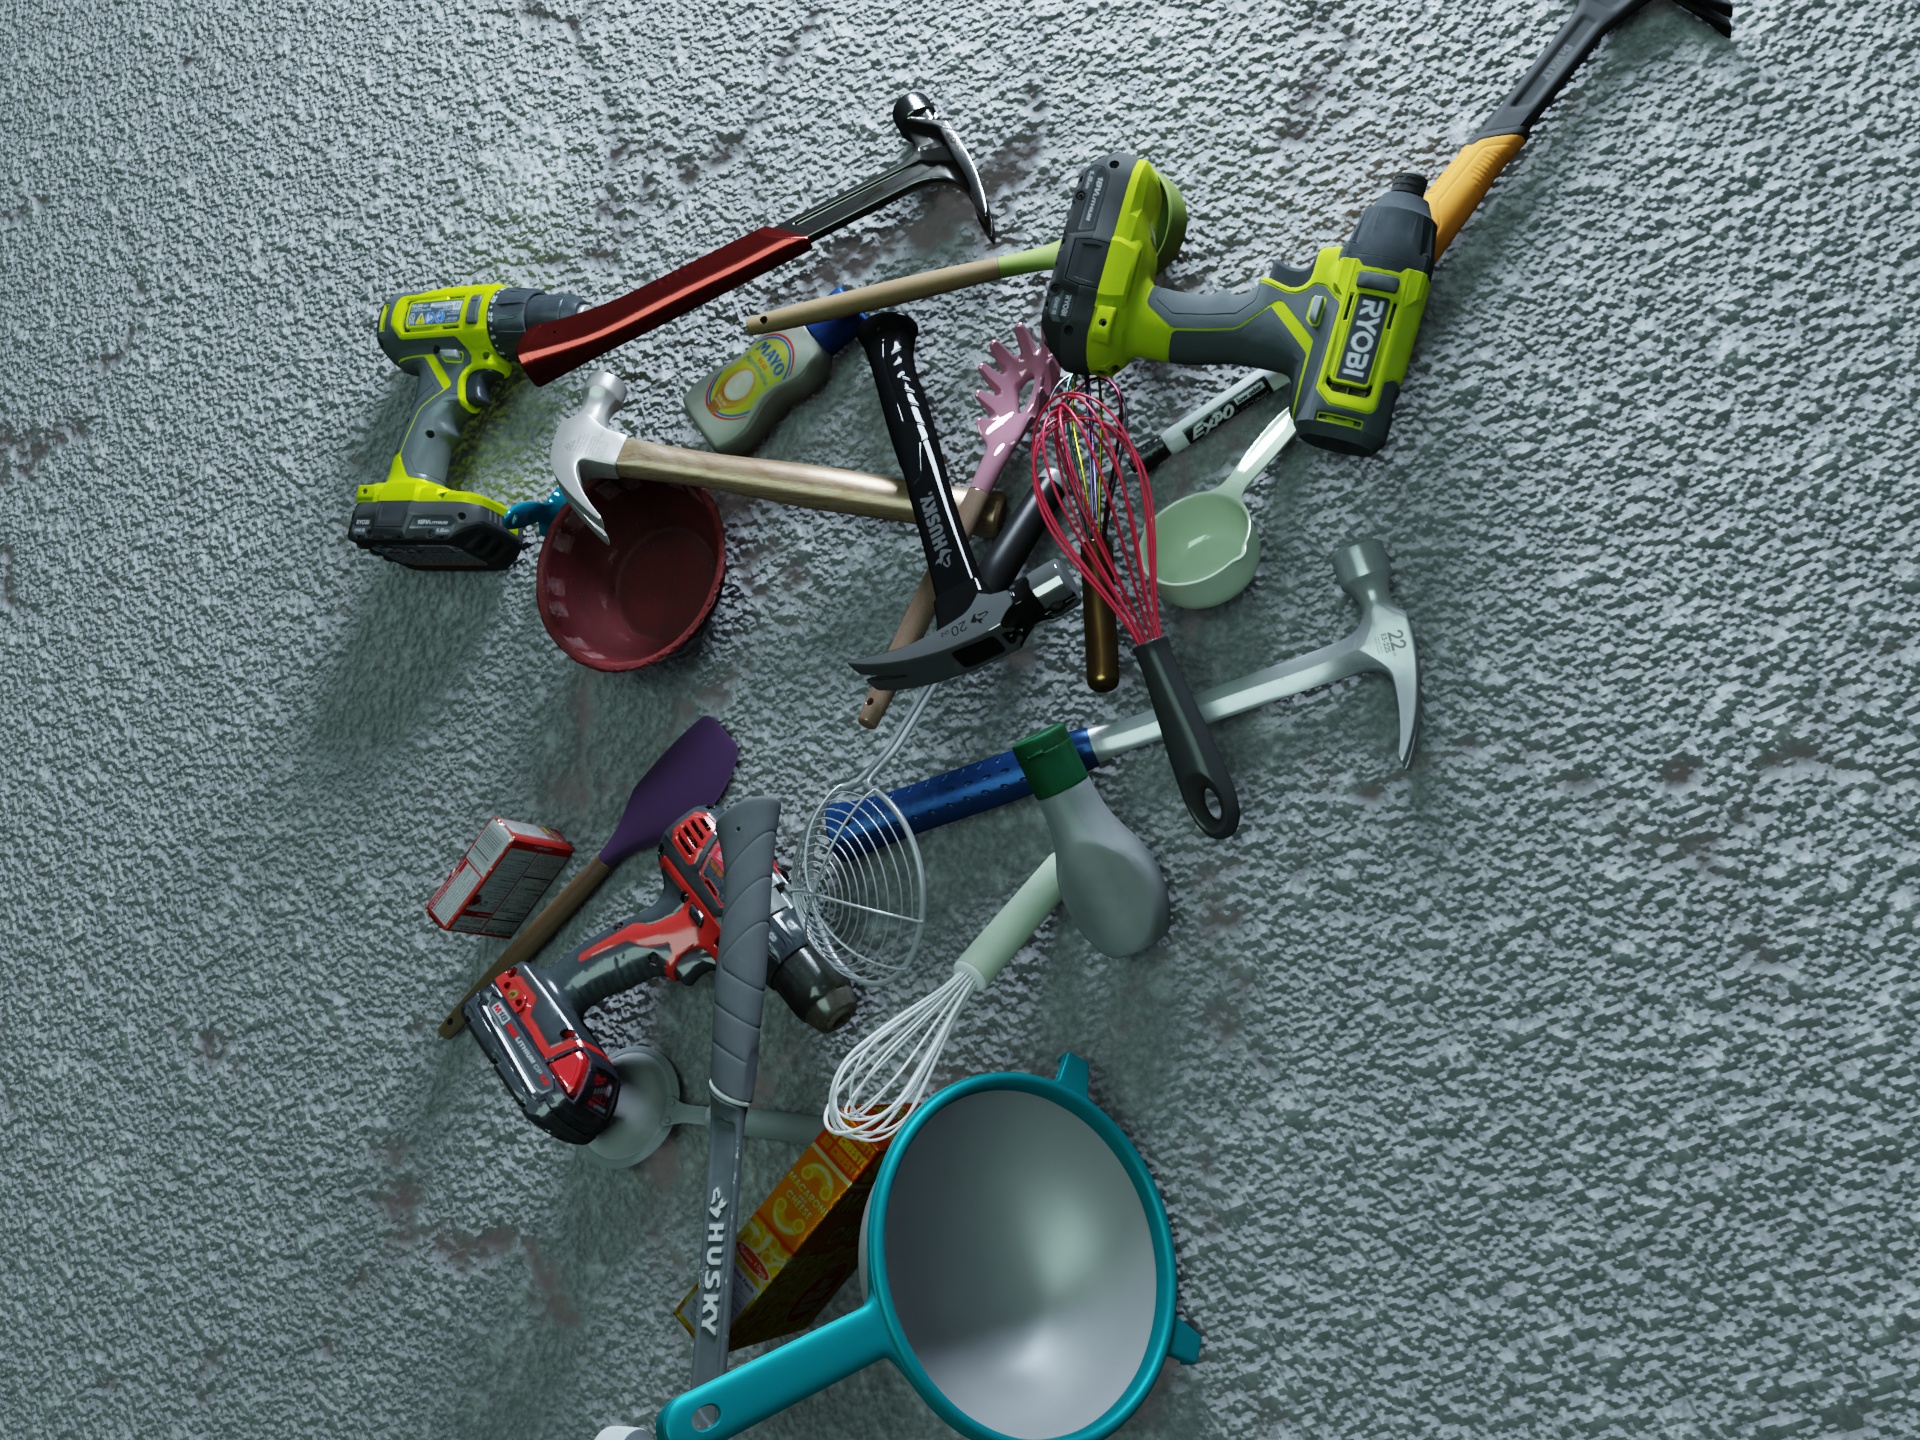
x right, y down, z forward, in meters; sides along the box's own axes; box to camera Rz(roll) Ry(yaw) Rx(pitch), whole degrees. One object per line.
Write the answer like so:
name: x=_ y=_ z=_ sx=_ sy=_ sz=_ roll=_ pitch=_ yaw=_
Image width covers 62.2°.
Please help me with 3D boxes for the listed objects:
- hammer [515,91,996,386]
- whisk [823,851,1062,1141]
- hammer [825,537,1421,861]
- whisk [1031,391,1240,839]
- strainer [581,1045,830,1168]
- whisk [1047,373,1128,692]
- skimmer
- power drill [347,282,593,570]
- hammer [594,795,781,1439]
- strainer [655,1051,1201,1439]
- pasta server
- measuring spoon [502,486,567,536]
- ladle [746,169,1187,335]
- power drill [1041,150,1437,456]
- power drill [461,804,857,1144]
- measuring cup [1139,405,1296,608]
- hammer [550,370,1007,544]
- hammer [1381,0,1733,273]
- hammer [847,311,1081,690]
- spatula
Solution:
hammer: x=-0.156 y=-0.330 z=1.163 sx=0.359 sy=0.036 sz=0.149 roll=-26 pitch=60 yaw=3
whisk: x=0.001 y=0.162 z=0.974 sx=0.059 sy=0.057 sz=0.246 roll=-6 pitch=31 yaw=49
hammer: x=0.098 y=0.018 z=1.033 sx=0.405 sy=0.035 sz=0.144 roll=-20 pitch=72 yaw=17
whisk: x=0.111 y=-0.066 z=0.983 sx=0.073 sy=0.073 sz=0.296 roll=-22 pitch=84 yaw=17
strainer: x=-0.175 y=0.270 z=1.091 sx=0.258 sy=0.050 sz=0.087 roll=2 pitch=65 yaw=19
whisk: x=0.089 y=-0.134 z=1.054 sx=0.047 sy=0.051 sz=0.245 roll=-19 pitch=64 yaw=42
skimmer: x=-0.002 y=-0.003 z=1.045 sx=0.127 sy=0.090 sz=0.363 roll=2 pitch=55 yaw=52
power drill: x=-0.388 y=-0.239 z=1.264 sx=0.190 sy=0.080 sz=0.228 roll=3 pitch=77 yaw=23
hammer: x=-0.136 y=0.243 z=0.953 sx=0.149 sy=0.036 sz=0.409 roll=-9 pitch=68 yaw=27
strainer: x=-0.031 y=0.333 z=0.899 sx=0.095 sy=0.340 sz=0.211 roll=-38 pitch=70 yaw=50
pasta server: x=-0.002 y=-0.134 z=1.059 sx=0.060 sy=0.040 sz=0.316 roll=7 pitch=62 yaw=37
measuring spoon: x=-0.312 y=-0.151 z=1.193 sx=0.021 sy=0.128 sz=0.042 roll=24 pitch=101 yaw=0
ladle: x=-0.001 y=-0.314 z=1.107 sx=0.320 sy=0.062 sz=0.078 roll=-10 pitch=80 yaw=10
power drill: x=0.177 y=-0.274 z=0.998 sx=0.223 sy=0.080 sz=0.171 roll=16 pitch=93 yaw=15
power drill: x=-0.197 y=0.185 z=1.071 sx=0.227 sy=0.080 sz=0.188 roll=-39 pitch=63 yaw=-9
measuring cup: x=0.184 y=-0.140 z=1.035 sx=0.083 sy=0.038 sz=0.167 roll=26 pitch=71 yaw=42
hammer: x=-0.132 y=-0.168 z=1.124 sx=0.331 sy=0.031 sz=0.130 roll=10 pitch=62 yaw=10
hammer: x=0.334 y=-0.346 z=1.016 sx=0.127 sy=0.034 sz=0.337 roll=41 pitch=96 yaw=25
hammer: x=-0.028 y=-0.161 z=1.056 sx=0.146 sy=0.035 sz=0.335 roll=-29 pitch=49 yaw=15
spatula: x=-0.277 y=0.123 z=1.173 sx=0.316 sy=0.018 sz=0.060 roll=-46 pitch=67 yaw=7
